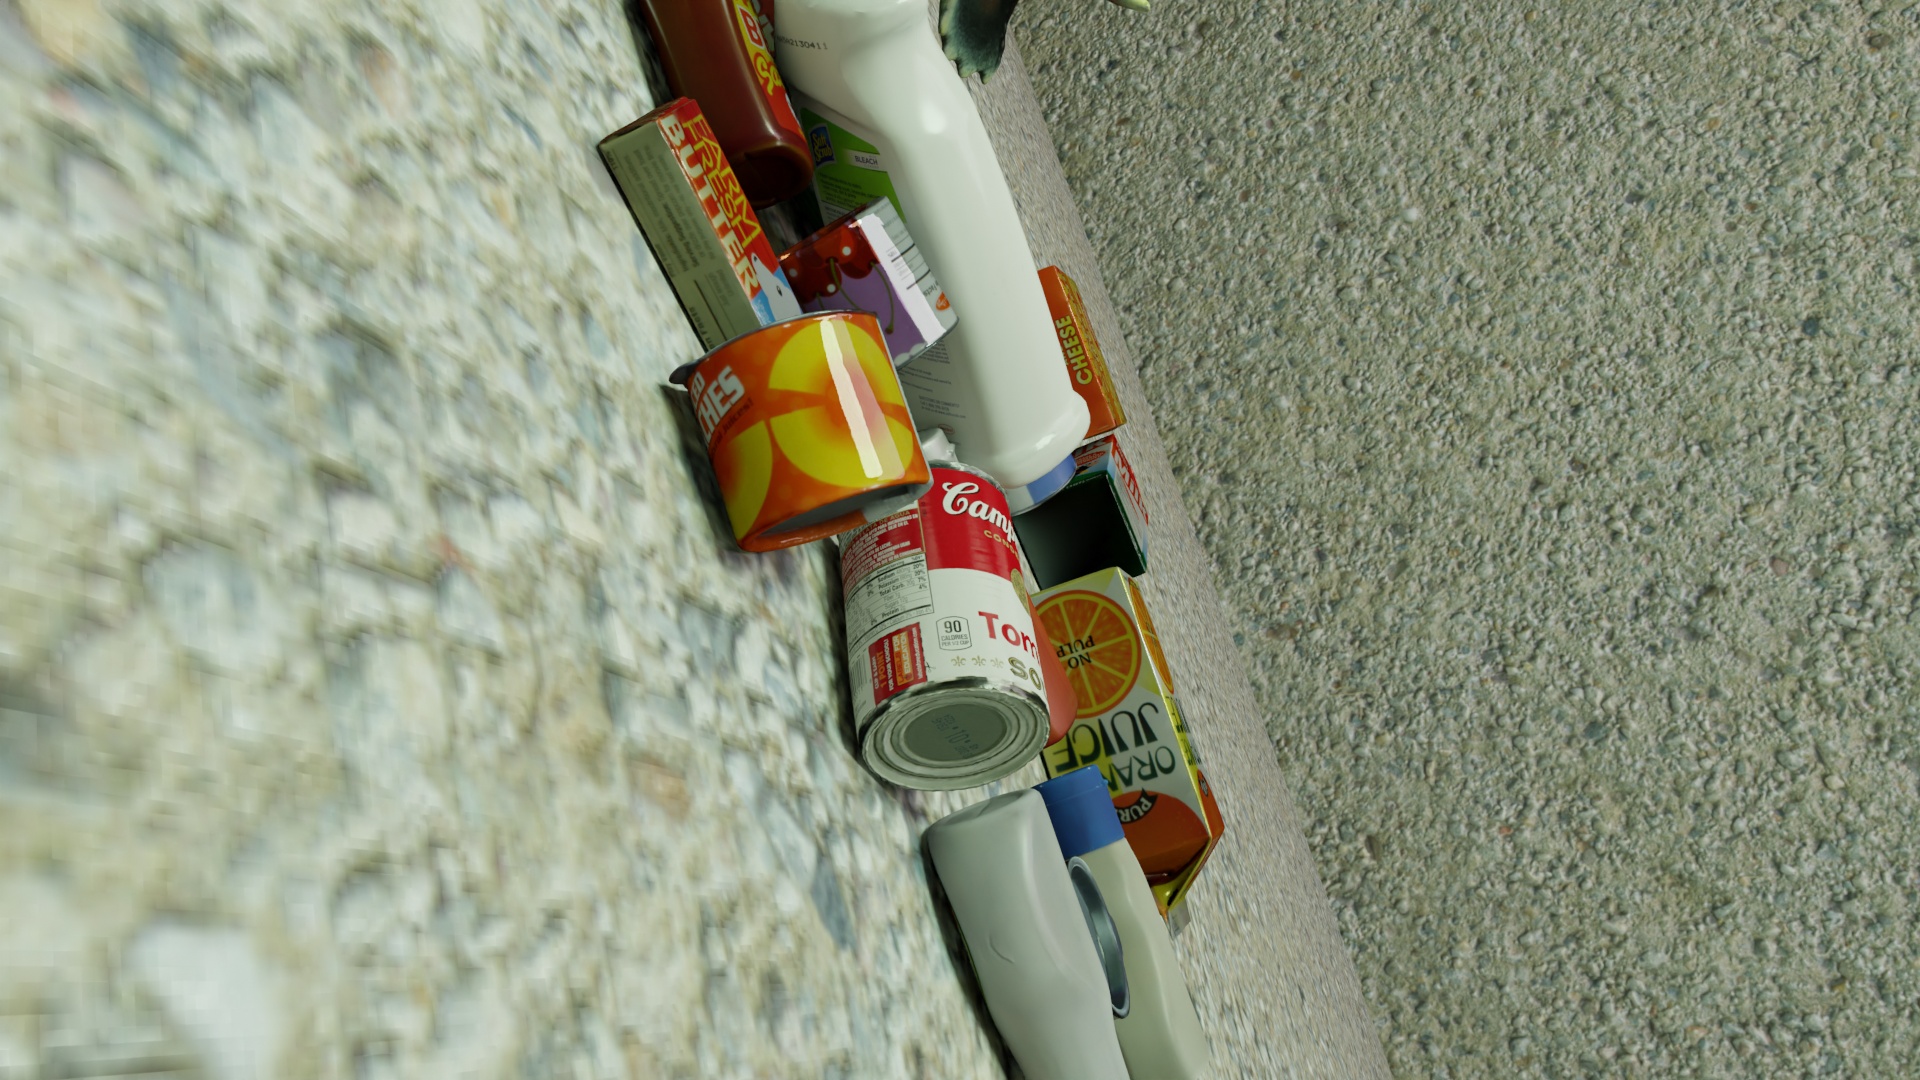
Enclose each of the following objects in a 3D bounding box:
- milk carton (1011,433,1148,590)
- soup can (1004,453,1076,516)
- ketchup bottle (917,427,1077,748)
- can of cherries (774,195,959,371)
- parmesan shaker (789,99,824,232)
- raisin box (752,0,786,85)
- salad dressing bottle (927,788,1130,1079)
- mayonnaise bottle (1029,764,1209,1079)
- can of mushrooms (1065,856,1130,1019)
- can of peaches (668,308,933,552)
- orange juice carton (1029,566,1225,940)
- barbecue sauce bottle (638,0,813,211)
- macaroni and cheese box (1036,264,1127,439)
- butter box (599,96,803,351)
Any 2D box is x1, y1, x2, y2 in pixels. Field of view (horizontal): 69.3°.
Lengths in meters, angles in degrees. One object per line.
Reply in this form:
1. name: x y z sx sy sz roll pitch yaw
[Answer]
1. milk carton: 0.088 -0.022 0.991 0.191 0.072 0.073 -61 128 -73
2. soup can: 0.020 -0.065 0.774 0.072 0.071 0.083 -86 152 -64
3. ketchup bottle: 0.006 0.022 0.631 0.065 0.043 0.148 -75 142 -71
4. can of cherries: -0.045 -0.095 0.553 0.058 0.071 0.072 58 15 -17
5. parmesan shaker: -0.046 -0.165 0.680 0.102 0.071 0.071 57 17 -46
6. raisin box: -0.108 -0.281 0.662 0.085 0.040 0.124 56 17 -46
7. salad dressing bottle: 0.032 0.167 0.504 0.064 0.044 0.147 -2 72 -79
8. mayonnaise bottle: 0.074 0.183 0.663 0.065 0.041 0.148 23 46 -75
9. can of mushrooms: 0.043 0.167 0.571 0.071 0.033 0.071 -23 91 -78
10. can of peaches: -0.050 -0.033 0.440 0.071 0.071 0.058 8 62 -76
11. orange juice carton: 0.089 0.117 0.756 0.072 0.073 0.193 29 42 -72
12. barbecue sauce bottle: -0.103 -0.208 0.549 0.065 0.044 0.148 45 25 -82
13. macaroni and cheese box: 0.083 -0.137 1.043 0.167 0.040 0.123 -31 100 -78
14. butter box: -0.086 -0.101 0.489 0.053 0.024 0.103 -81 148 -65
